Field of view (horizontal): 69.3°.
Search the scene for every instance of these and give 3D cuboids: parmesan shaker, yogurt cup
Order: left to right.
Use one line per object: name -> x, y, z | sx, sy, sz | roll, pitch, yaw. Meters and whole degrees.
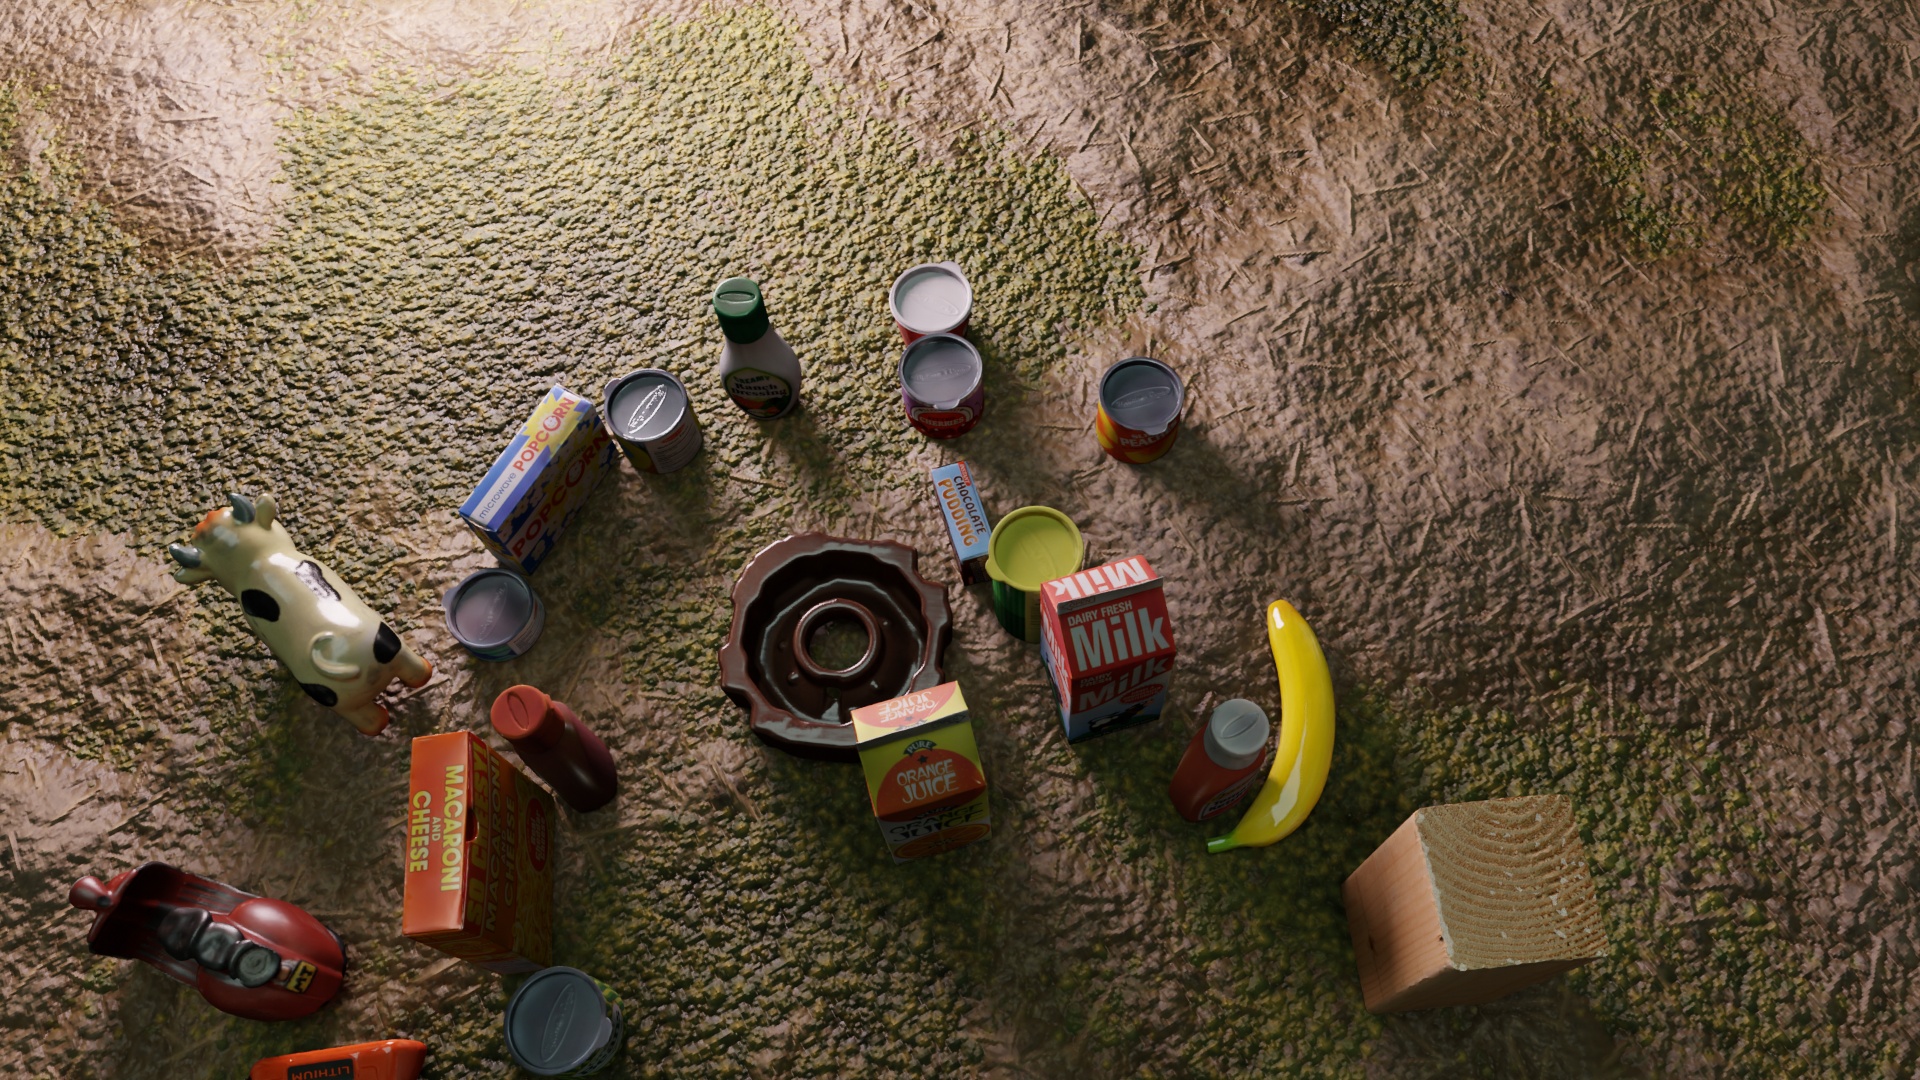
yogurt cup -> -0.023, -0.185, 1.142 | 0.072, 0.053, 0.072 | -1, 65, 2
parmesan shaker -> 0.052, 0.028, 1.011 | 0.071, 0.102, 0.071 | -1, 65, 2

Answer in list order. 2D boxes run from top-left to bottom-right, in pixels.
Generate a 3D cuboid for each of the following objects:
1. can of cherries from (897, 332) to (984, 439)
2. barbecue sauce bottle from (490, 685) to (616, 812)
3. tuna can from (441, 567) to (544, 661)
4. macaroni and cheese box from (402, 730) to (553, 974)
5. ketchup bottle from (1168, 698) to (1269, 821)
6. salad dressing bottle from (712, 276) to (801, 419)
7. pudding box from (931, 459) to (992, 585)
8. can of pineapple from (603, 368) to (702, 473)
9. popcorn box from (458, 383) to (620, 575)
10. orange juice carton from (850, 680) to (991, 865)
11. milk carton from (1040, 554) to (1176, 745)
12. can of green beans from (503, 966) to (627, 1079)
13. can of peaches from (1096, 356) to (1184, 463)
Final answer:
can of cherries -> -0.015, -0.120, 1.108 | 0.071, 0.058, 0.072 | -1, 65, 2
barbecue sauce bottle -> -0.277, 0.139, 0.948 | 0.044, 0.148, 0.065 | -27, 67, -10
tuna can -> -0.354, 0.056, 1.053 | 0.071, 0.032, 0.071 | -1, 65, 2
macaroni and cheese box -> -0.309, 0.207, 0.907 | 0.040, 0.165, 0.124 | -7, 65, -1
ketchup bottle -> 0.175, 0.145, 0.926 | 0.065, 0.148, 0.043 | -31, 68, -11
salad dressing bottle -> -0.161, -0.148, 1.078 | 0.064, 0.147, 0.044 | 3, 65, 4
pudding box -> 0.004, -0.013, 1.062 | 0.030, 0.049, 0.084 | -16, 65, -5
can of pineapple -> -0.245, -0.096, 1.107 | 0.071, 0.057, 0.071 | -1, 65, 2
popcorn box -> -0.323, -0.045, 1.071 | 0.038, 0.085, 0.127 | 26, 69, 14
orange juice carton -> -0.024, 0.150, 0.908 | 0.072, 0.192, 0.073 | -15, 65, -4
milk carton -> 0.097, 0.070, 0.941 | 0.072, 0.189, 0.074 | -15, 65, -4
can of green beans -> -0.258, 0.318, 0.912 | 0.071, 0.057, 0.071 | -1, 65, 2
can of peaches -> 0.141, -0.100, 1.092 | 0.071, 0.057, 0.071 | -1, 65, 2
